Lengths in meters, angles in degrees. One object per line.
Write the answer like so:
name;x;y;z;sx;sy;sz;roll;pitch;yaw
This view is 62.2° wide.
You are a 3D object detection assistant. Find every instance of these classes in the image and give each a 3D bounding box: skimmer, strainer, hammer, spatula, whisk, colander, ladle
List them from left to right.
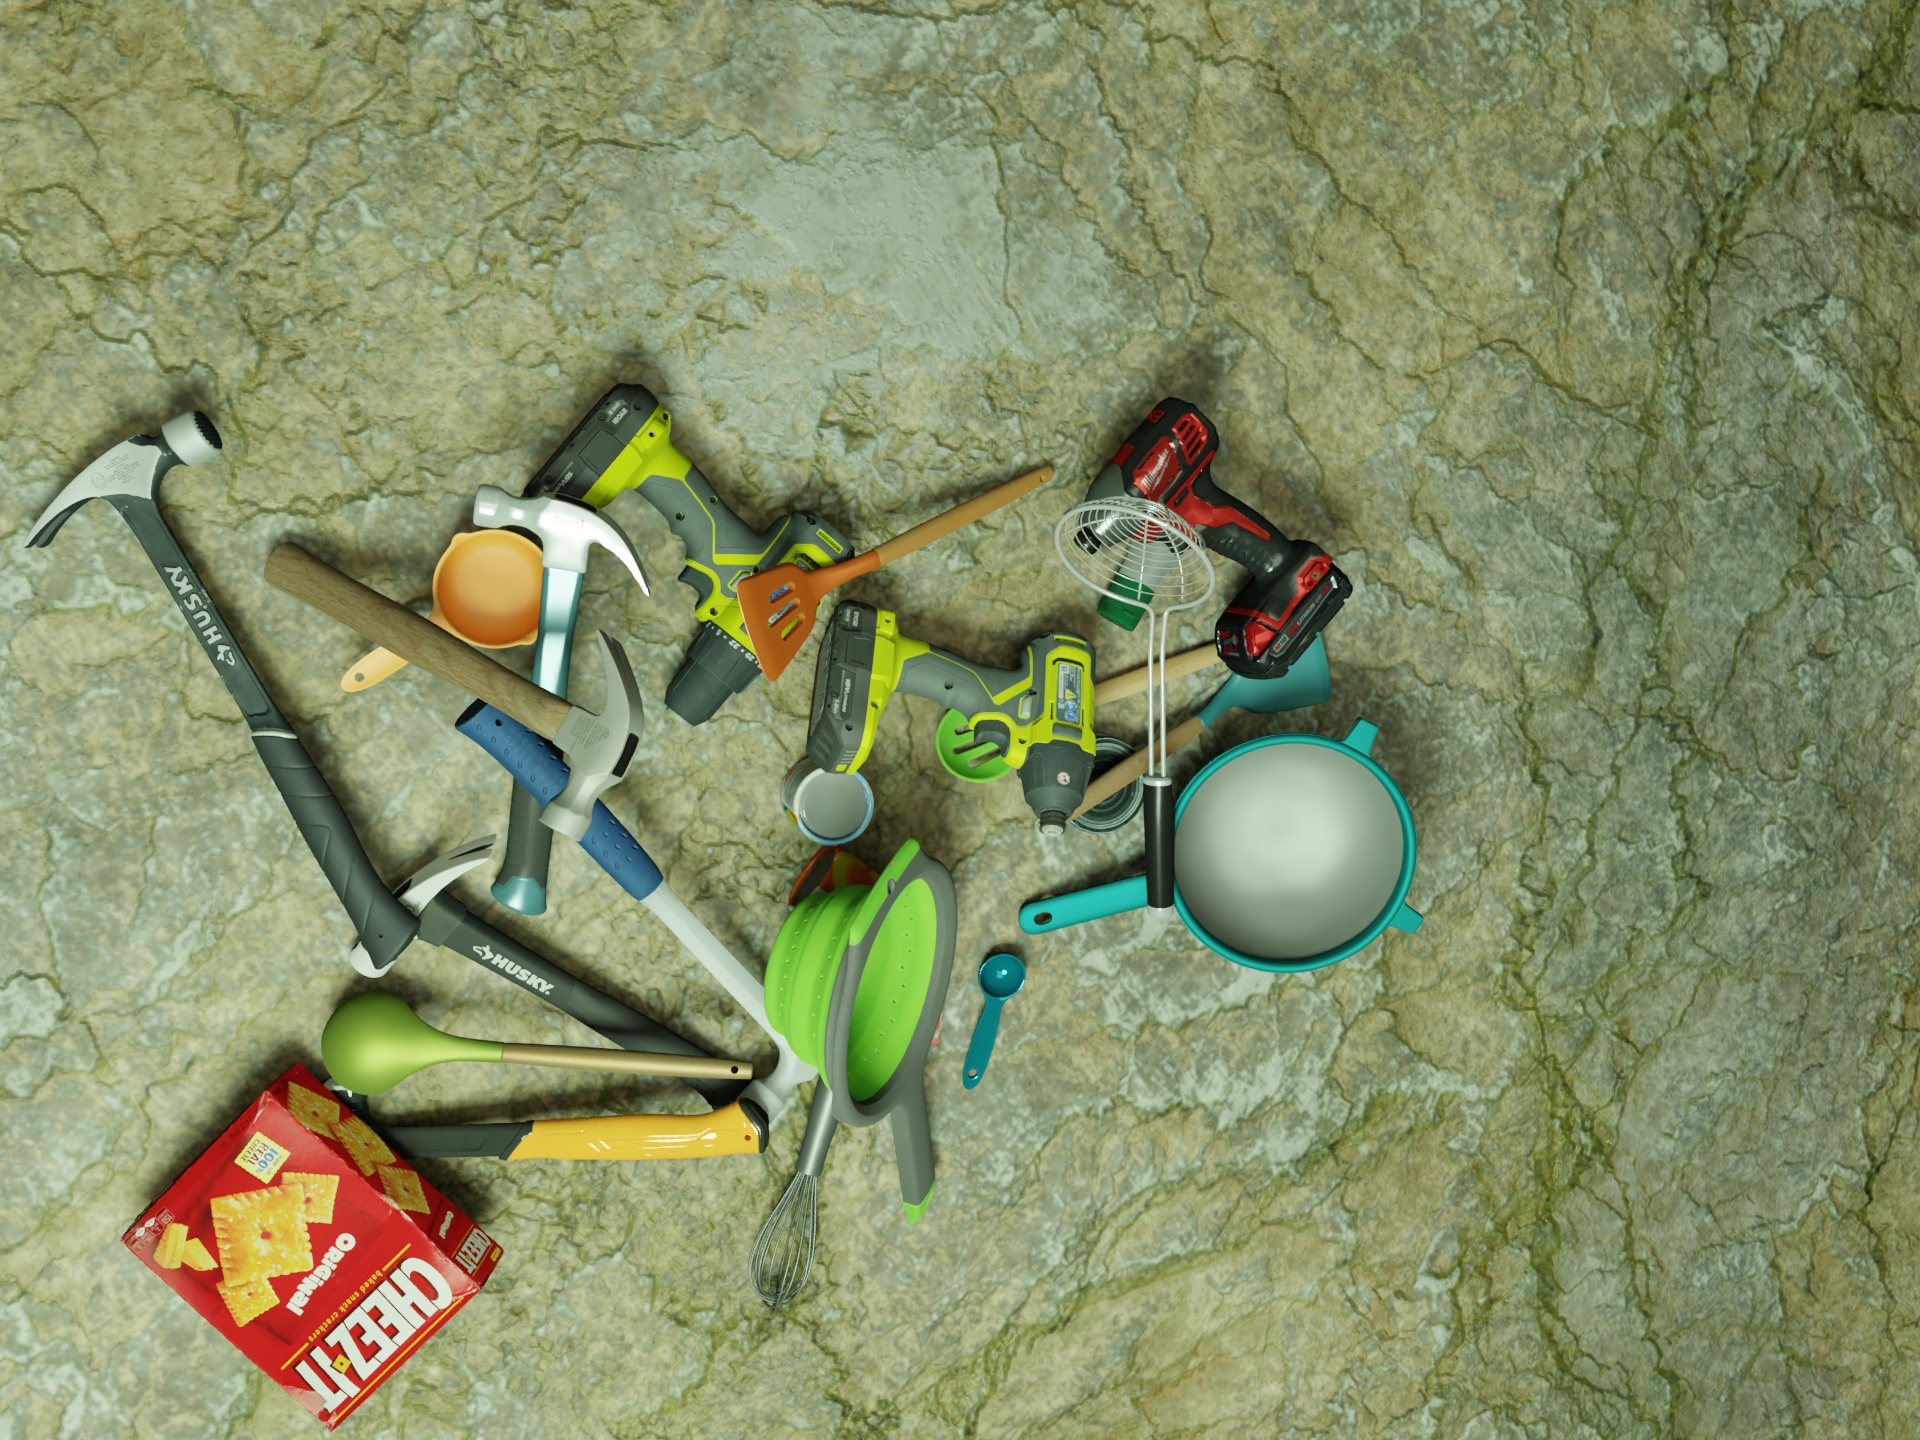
hammer;-0.504;-0.005;1.130;0.149;0.036;0.409;-27;97;0
hammer;-0.357;-0.047;1.104;0.331;0.031;0.130;27;83;20
ladle;-0.318;0.253;1.205;0.320;0.062;0.078;6;79;-9
hammer;-0.309;-0.006;1.179;0.128;0.033;0.331;8;111;-13
hammer;-0.316;0.330;1.224;0.337;0.034;0.127;-2;97;-2
hammer;-0.291;0.216;1.240;0.334;0.035;0.146;36;109;-21
hammer;-0.225;0.131;1.208;0.144;0.035;0.405;-47;117;-19
whisk;-0.125;0.373;1.322;0.055;0.055;0.239;17;87;-18
colander;-0.079;0.257;1.244;0.094;0.205;0.396;12;131;20
spatula;-0.042;-0.134;1.234;0.322;0.041;0.081;-30;117;-29
skimmer;0.140;0.000;1.243;0.090;0.127;0.363;-31;123;-53
spatula;0.189;0.015;1.342;0.317;0.044;0.082;-32;118;-28
strainer;0.215;0.119;1.375;0.340;0.095;0.211;-15;103;7

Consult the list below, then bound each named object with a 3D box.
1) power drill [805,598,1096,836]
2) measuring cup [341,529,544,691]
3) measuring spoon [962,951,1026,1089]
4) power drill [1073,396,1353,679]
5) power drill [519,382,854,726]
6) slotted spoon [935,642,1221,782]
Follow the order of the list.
power drill;-0.002;-0.004;1.256;0.223;0.080;0.171;12;60;-13
measuring cup;-0.382;-0.076;1.183;0.173;0.052;0.095;-35;105;-8
measuring spoon;0.022;0.256;1.366;0.042;0.021;0.128;12;103;-17
power drill;0.198;-0.139;1.289;0.219;0.078;0.143;43;84;-17
power drill;-0.219;-0.125;1.213;0.228;0.080;0.190;41;85;-20
slotted spoon;0.121;-0.021;1.350;0.313;0.031;0.070;-20;85;-15
